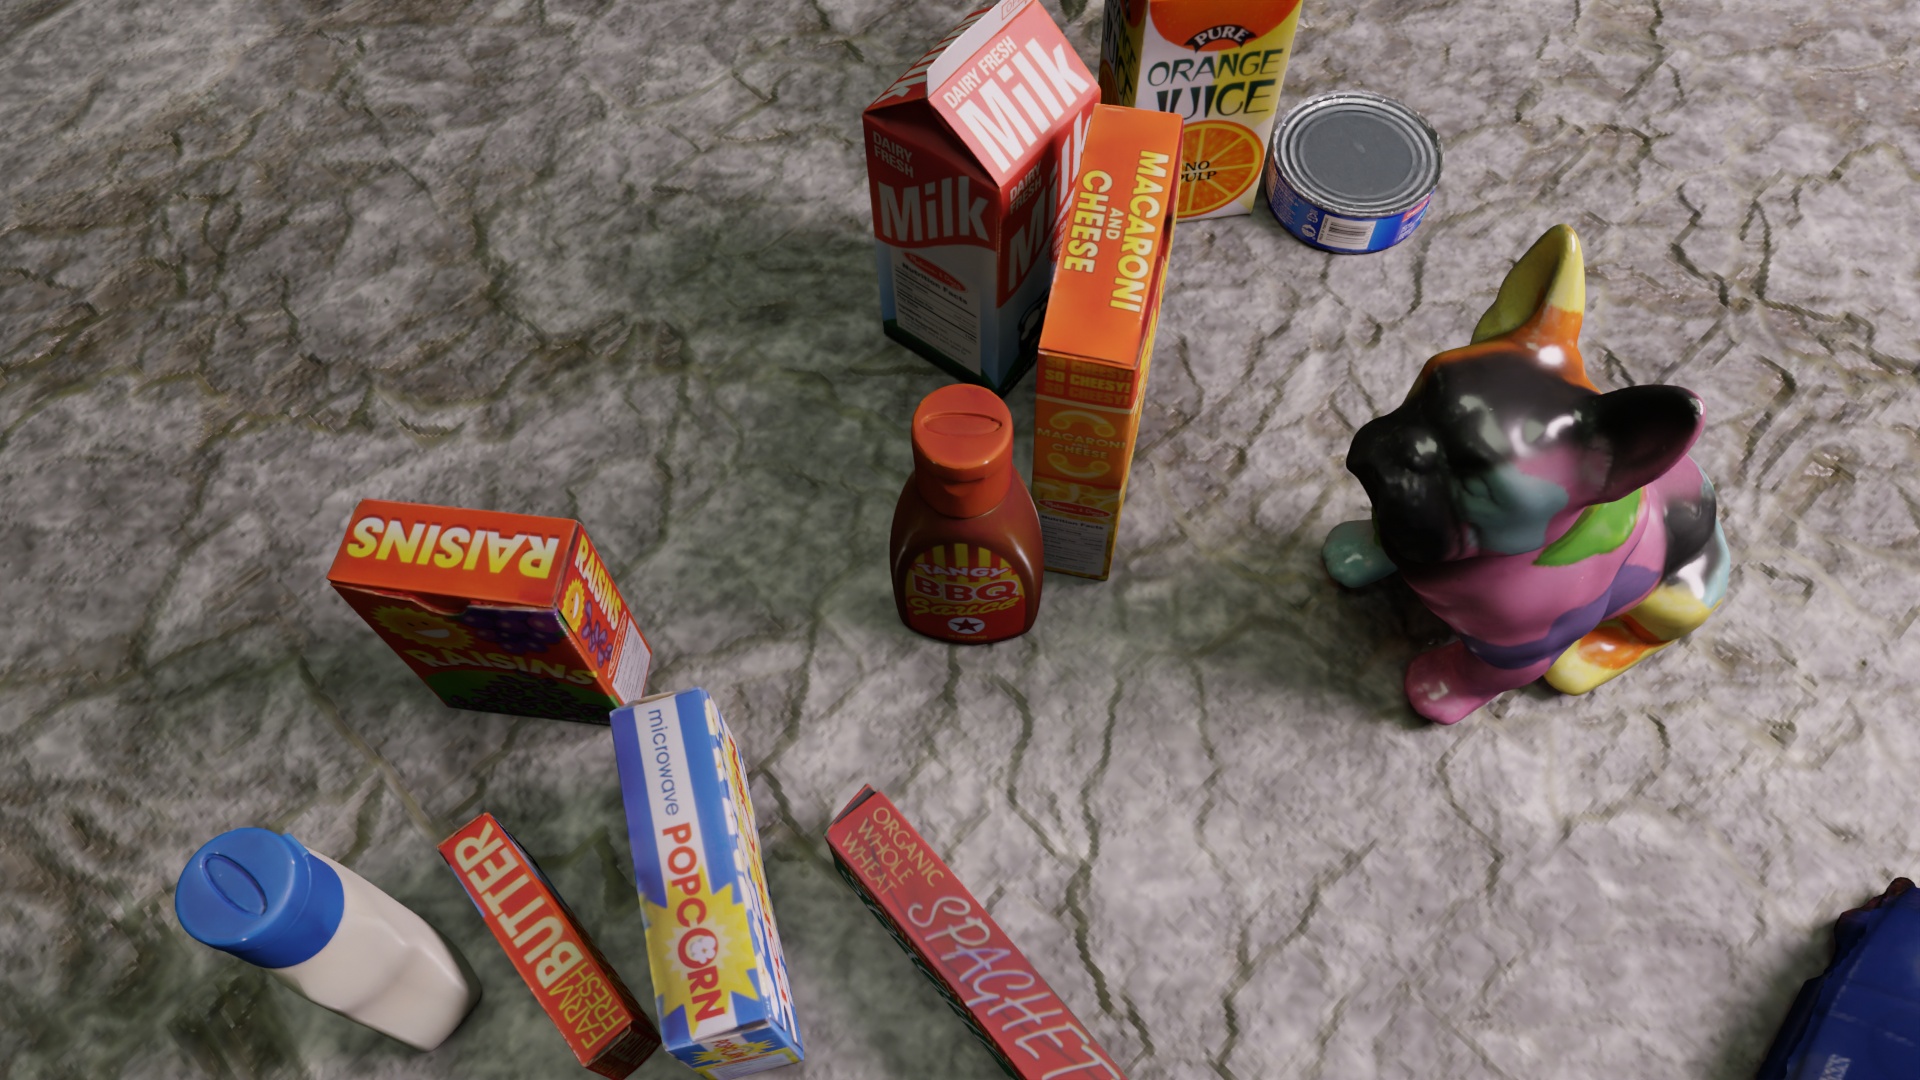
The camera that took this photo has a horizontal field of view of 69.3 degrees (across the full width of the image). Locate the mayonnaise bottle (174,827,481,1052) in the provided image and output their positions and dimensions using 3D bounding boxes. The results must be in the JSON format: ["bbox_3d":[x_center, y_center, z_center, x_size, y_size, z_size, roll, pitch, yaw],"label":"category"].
[{"bbox_3d":[-0.216,0.137,0.480,0.065,0.147,0.041,34,68,18],"label":"mayonnaise bottle"}]

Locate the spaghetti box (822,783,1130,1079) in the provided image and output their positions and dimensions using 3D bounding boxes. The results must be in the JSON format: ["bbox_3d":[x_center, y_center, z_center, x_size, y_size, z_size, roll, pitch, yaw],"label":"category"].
[{"bbox_3d":[0.038,0.192,0.500,0.029,0.050,0.250,-38,67,-17],"label":"spaghetti box"}]

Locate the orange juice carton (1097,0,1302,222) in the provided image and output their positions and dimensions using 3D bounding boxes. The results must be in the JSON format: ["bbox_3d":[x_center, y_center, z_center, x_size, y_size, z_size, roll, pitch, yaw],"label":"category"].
[{"bbox_3d":[0.110,-0.240,0.654,0.073,0.191,0.072,-8,62,-3],"label":"orange juice carton"}]

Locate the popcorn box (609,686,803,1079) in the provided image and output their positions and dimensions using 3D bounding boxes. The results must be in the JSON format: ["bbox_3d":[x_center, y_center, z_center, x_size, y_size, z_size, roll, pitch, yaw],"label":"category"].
[{"bbox_3d":[-0.094,0.129,0.518,0.038,0.085,0.127,-14,62,-6],"label":"popcorn box"}]

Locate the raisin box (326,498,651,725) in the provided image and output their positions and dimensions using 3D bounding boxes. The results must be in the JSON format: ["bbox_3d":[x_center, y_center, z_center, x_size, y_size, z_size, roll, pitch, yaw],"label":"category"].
[{"bbox_3d":[-0.180,0.032,0.550,0.086,0.123,0.040,7,62,5],"label":"raisin box"}]

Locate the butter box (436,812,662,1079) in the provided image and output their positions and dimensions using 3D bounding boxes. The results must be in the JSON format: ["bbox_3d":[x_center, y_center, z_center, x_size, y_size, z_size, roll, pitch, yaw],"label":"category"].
[{"bbox_3d":[-0.154,0.153,0.524,0.024,0.053,0.104,-37,67,-17],"label":"butter box"}]

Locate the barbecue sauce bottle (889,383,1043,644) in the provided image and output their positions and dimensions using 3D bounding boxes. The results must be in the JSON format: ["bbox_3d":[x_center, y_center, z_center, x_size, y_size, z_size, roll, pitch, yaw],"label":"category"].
[{"bbox_3d":[0.002,-0.007,0.554,0.065,0.148,0.044,2,62,3],"label":"barbecue sauce bottle"}]

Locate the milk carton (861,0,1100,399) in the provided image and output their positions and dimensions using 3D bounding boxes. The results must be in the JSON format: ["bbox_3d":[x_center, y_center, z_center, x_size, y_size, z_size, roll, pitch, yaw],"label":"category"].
[{"bbox_3d":[0.010,-0.153,0.610,0.073,0.189,0.072,33,67,17],"label":"milk carton"}]

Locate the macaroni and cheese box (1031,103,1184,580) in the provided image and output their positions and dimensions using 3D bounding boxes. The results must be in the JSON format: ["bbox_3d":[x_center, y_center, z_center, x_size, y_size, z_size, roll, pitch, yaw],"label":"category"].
[{"bbox_3d":[0.060,-0.076,0.581,0.040,0.165,0.124,10,62,7],"label":"macaroni and cheese box"}]
